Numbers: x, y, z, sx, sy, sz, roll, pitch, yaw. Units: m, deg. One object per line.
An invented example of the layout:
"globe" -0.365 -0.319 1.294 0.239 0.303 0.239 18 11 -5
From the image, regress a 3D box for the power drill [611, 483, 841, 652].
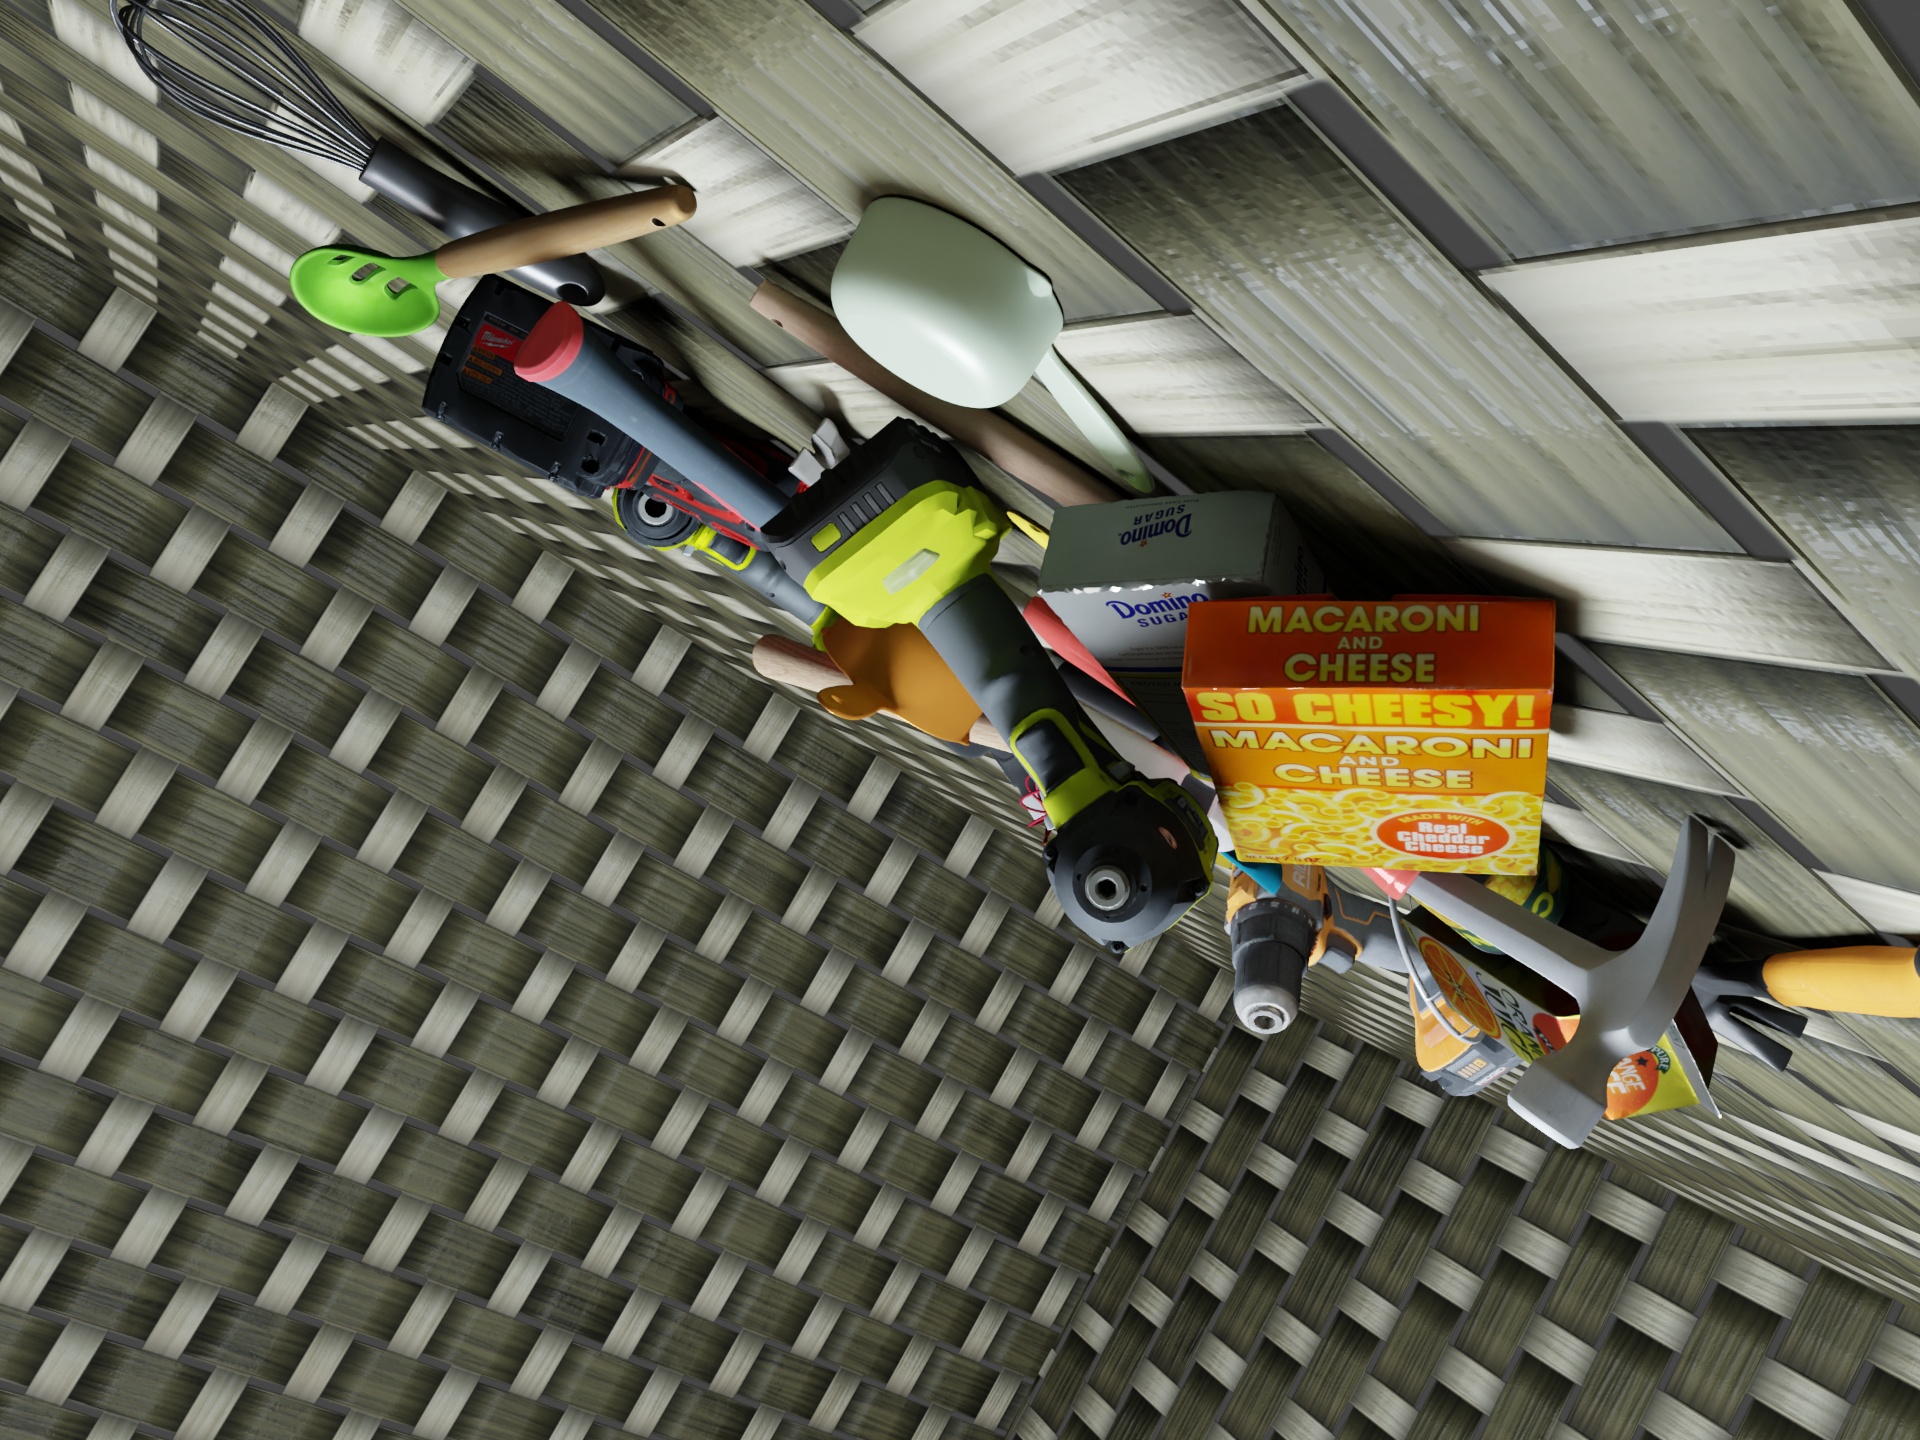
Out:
"power drill" -0.139 -0.107 1.106 0.228 0.080 0.191 33 -177 -12

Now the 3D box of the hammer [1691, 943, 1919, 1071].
"hammer" 0.405 0.127 0.750 0.127 0.034 0.336 30 174 8

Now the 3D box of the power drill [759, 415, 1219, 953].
"power drill" 0.021 -0.010 0.652 0.223 0.080 0.171 54 -169 6

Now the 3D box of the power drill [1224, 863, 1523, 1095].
"power drill" 0.278 0.169 1.078 0.226 0.185 0.084 30 131 -10

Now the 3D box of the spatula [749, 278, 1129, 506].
"spatula" 0.053 -0.095 0.666 0.315 0.018 0.060 30 170 -11

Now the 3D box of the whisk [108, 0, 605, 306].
"whisk" -0.268 -0.260 0.729 0.238 0.055 0.055 28 176 -30

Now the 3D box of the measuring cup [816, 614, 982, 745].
"measuring cup" -0.027 -0.032 0.754 0.095 0.052 0.173 38 -168 5

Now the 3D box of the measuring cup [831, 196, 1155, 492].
"measuring cup" 0.018 -0.115 0.561 0.083 0.038 0.167 24 169 46

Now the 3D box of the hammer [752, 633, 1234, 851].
"hammer" -0.001 -0.003 0.900 0.331 0.031 0.129 18 170 39

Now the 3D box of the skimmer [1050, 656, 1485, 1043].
"skimmer" 0.197 0.076 1.043 0.363 0.090 0.127 30 -154 20

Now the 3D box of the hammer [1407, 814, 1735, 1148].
"hammer" 0.219 0.062 0.825 0.035 0.144 0.406 34 -179 -24

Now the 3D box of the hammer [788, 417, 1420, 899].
"hammer" 0.075 -0.030 0.792 0.359 0.037 0.149 35 -179 14

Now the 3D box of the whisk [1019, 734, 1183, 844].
"whisk" 0.103 0.034 0.994 0.073 0.073 0.296 31 160 -8

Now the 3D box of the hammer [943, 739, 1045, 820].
"hammer" 0.015 0.003 1.128 0.146 0.035 0.334 56 -176 7

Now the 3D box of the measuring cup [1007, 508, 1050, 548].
"measuring cup" 0.091 -0.061 0.733 0.156 0.029 0.062 34 173 -12

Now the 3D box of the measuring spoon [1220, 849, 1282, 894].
"measuring spoon" 0.164 0.072 0.943 0.042 0.021 0.128 46 -174 33

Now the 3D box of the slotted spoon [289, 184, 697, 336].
"slotted spoon" -0.213 -0.208 0.712 0.314 0.031 0.070 6 166 45

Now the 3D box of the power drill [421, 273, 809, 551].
"power drill" -0.200 -0.170 0.894 0.188 0.080 0.226 28 -176 17

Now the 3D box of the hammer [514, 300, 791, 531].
"hammer" -0.082 -0.097 0.819 0.143 0.038 0.386 34 180 31
